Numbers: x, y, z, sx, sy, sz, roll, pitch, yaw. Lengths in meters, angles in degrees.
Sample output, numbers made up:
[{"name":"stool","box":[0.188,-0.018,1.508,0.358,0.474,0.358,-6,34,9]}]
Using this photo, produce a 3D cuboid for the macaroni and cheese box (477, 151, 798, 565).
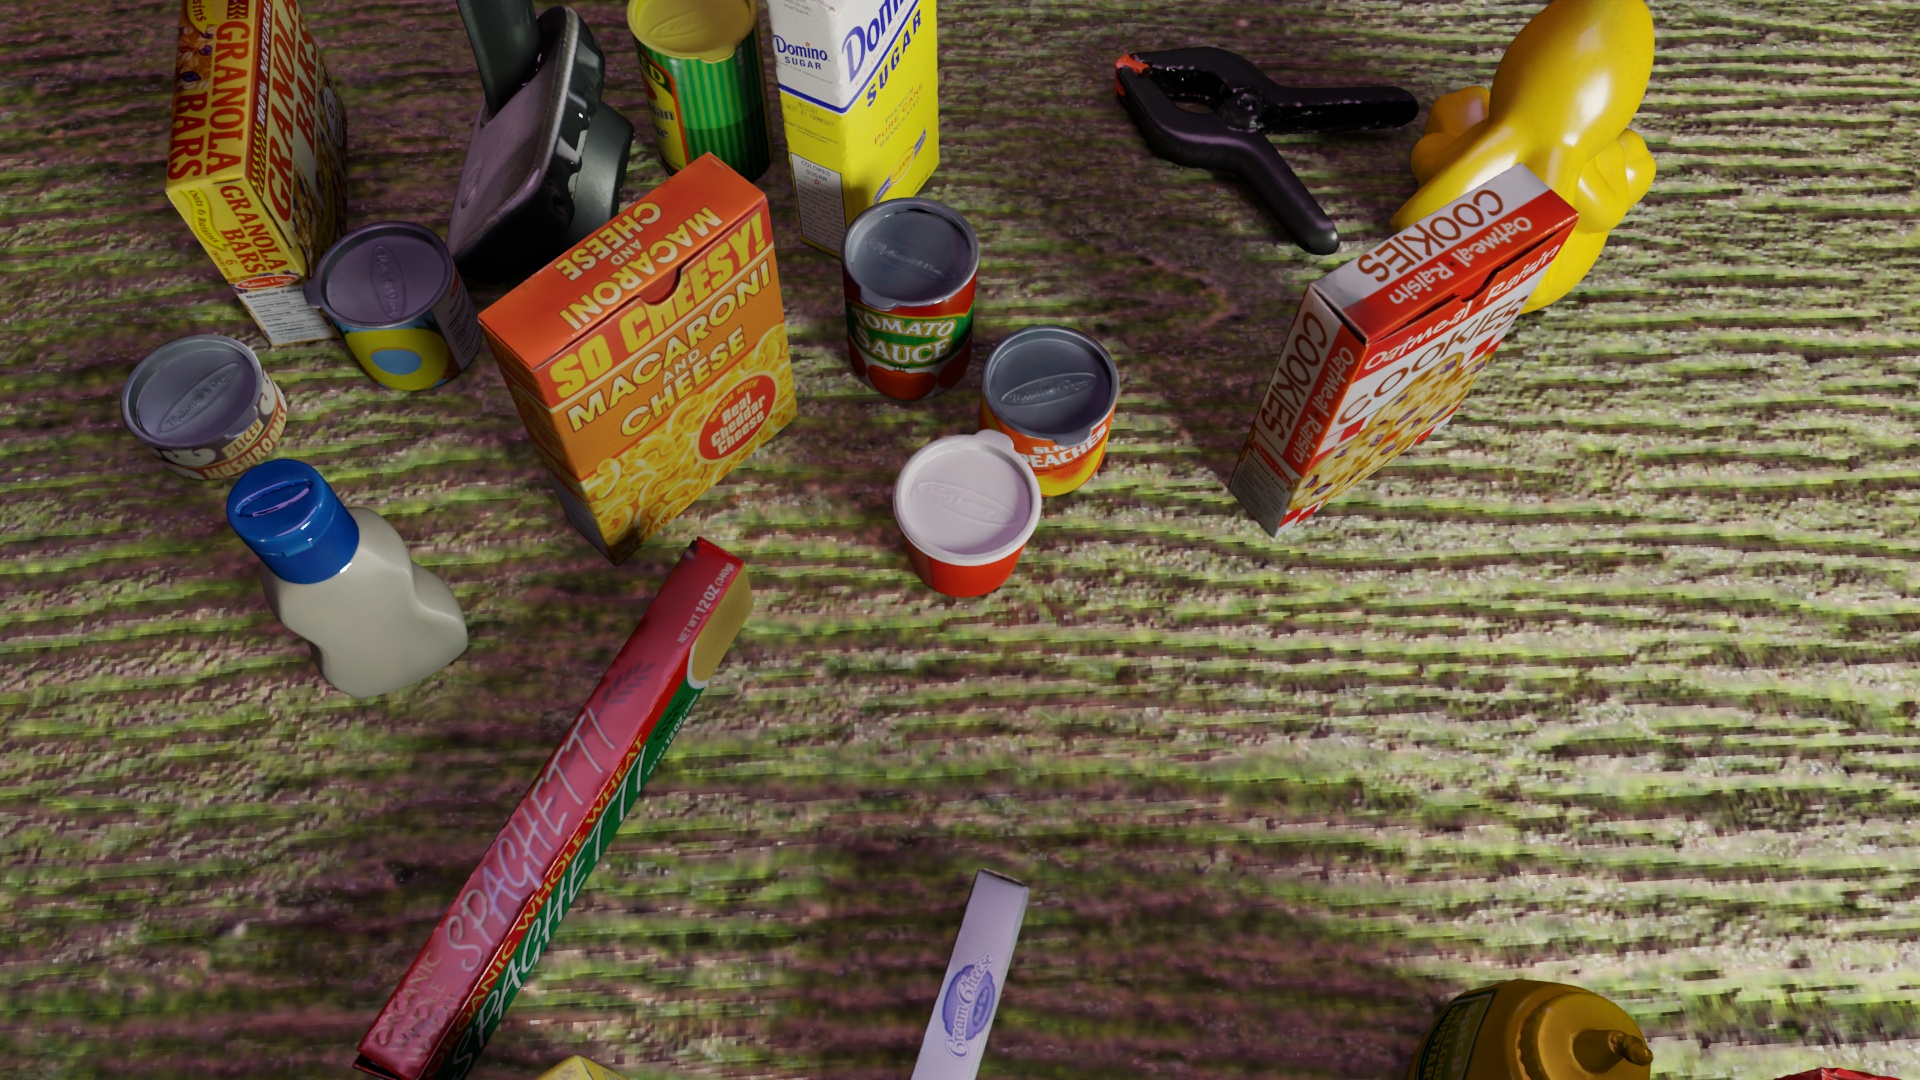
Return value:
[{"name":"macaroni and cheese box","box":[-0.134,-0.075,0.624,0.040,0.165,0.124,40,68,17]}]

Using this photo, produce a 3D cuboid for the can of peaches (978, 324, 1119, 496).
[{"name":"can of peaches","box":[0.042,-0.061,0.684,0.071,0.057,0.071,1,62,-2]}]

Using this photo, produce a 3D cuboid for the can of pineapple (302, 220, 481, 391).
[{"name":"can of pineapple","box":[-0.284,-0.118,0.702,0.071,0.057,0.071,1,62,-2]}]

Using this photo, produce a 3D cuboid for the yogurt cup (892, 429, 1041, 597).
[{"name":"yogurt cup","box":[0.002,-0.008,0.657,0.072,0.053,0.073,1,62,-2]}]

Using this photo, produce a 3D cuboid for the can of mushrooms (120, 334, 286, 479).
[{"name":"can of mushrooms","box":[-0.370,-0.064,0.684,0.071,0.033,0.071,1,62,-2]}]

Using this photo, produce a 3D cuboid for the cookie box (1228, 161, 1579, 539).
[{"name":"cookie box","box":[0.197,-0.081,0.639,0.123,0.166,0.040,-31,68,-17]}]

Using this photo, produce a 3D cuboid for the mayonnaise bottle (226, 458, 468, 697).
[{"name":"mayonnaise bottle","box":[-0.256,0.018,0.580,0.065,0.147,0.041,-25,66,-14]}]

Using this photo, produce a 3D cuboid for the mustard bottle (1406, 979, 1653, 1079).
[{"name":"mustard bottle","box":[0.207,0.189,0.500,0.049,0.159,0.065,26,65,11]}]

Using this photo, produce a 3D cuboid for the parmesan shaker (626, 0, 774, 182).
[{"name":"parmesan shaker","box":[-0.137,-0.244,0.749,0.071,0.102,0.071,1,62,-2]}]

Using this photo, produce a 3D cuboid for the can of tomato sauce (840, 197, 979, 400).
[{"name":"can of tomato sauce","box":[-0.026,-0.118,0.698,0.071,0.082,0.071,1,62,-2]}]

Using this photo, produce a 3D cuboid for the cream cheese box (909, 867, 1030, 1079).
[{"name":"cream cheese box","box":[0.001,0.188,0.553,0.024,0.053,0.104,17,63,7]}]

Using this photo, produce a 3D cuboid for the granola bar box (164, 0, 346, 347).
[{"name":"granola bar box","box":[-0.352,-0.202,0.707,0.039,0.123,0.166,-9,63,-7]}]

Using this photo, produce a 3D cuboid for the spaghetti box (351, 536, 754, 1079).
[{"name":"spaghetti box","box":[-0.163,0.112,0.589,0.029,0.050,0.251,24,64,10]}]
